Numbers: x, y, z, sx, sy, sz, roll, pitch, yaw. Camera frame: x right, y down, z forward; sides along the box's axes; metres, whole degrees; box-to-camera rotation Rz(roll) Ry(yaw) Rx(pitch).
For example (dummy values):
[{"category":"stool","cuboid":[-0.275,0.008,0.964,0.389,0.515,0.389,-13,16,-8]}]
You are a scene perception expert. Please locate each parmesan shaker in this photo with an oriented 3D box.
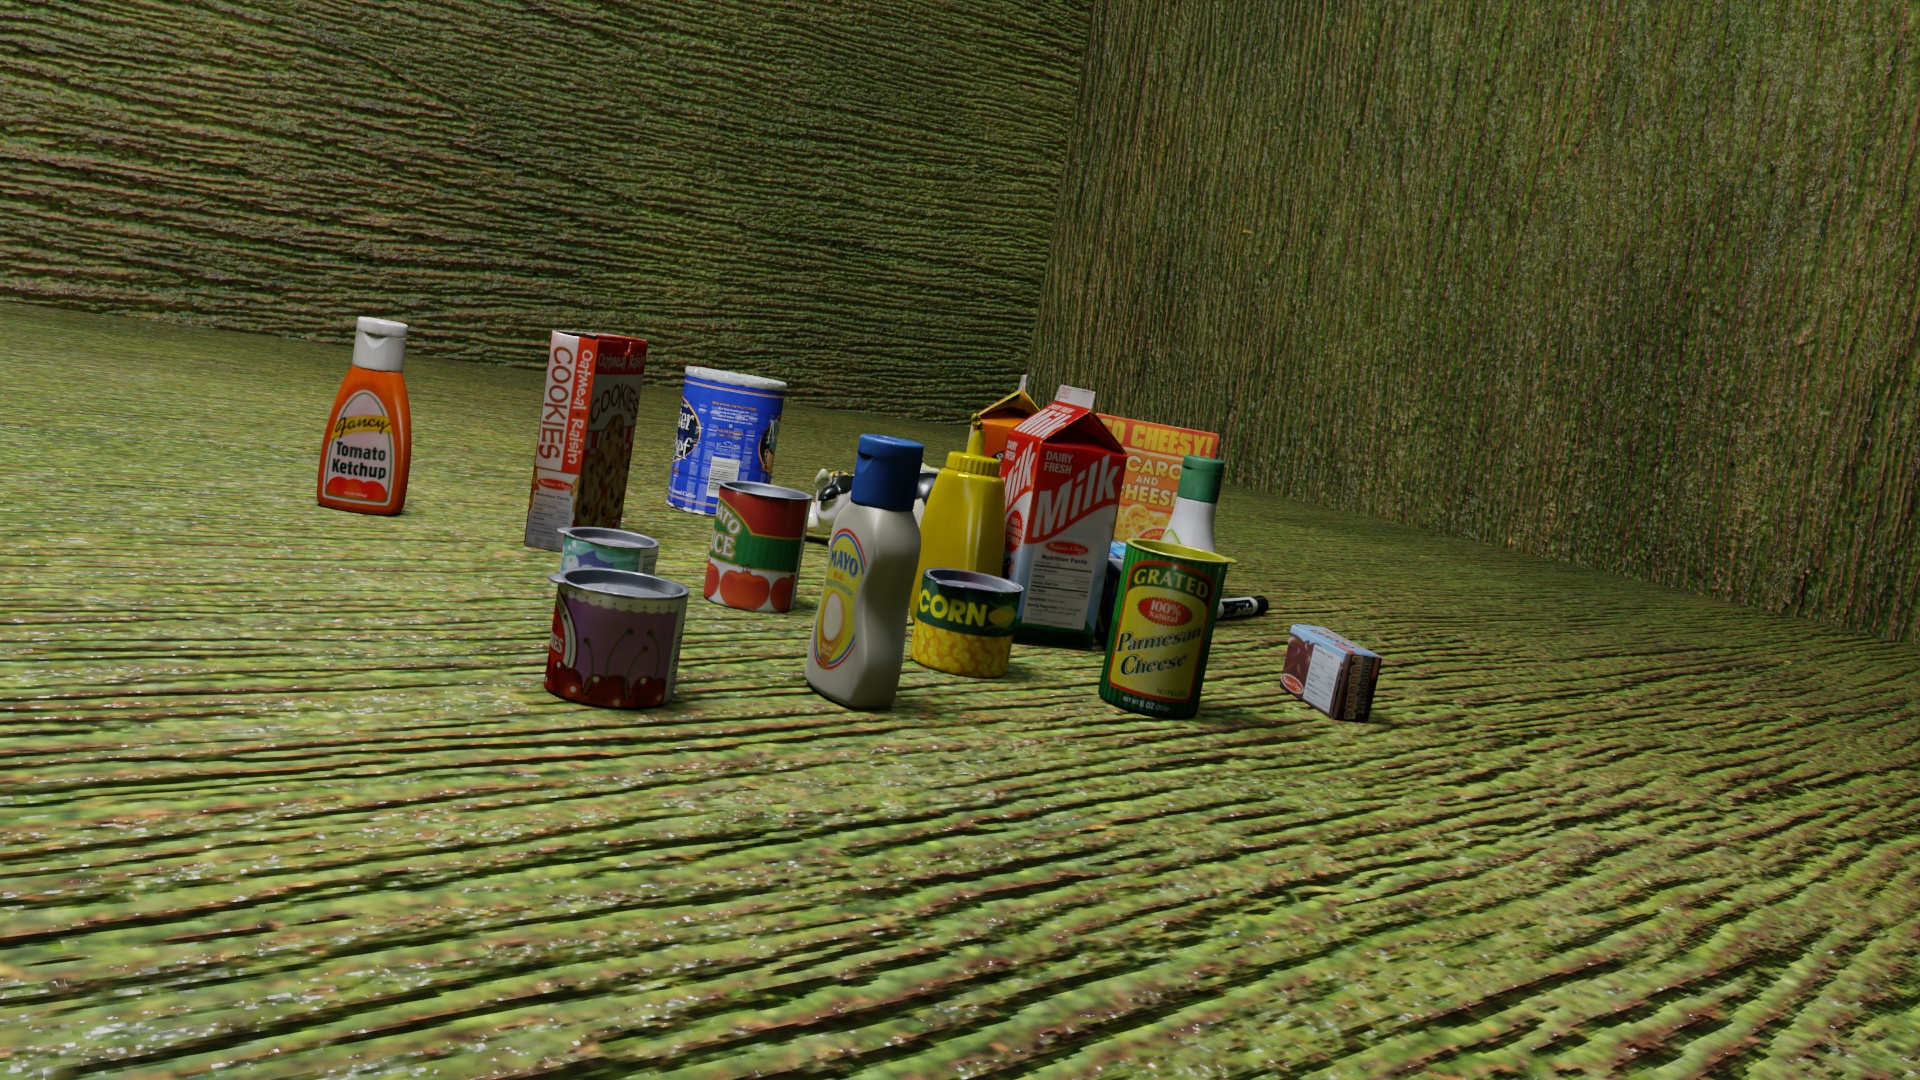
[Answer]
[{"category":"parmesan shaker","cuboid":[0.132,0.056,0.887,0.071,0.103,0.071,10,7,-1]}]

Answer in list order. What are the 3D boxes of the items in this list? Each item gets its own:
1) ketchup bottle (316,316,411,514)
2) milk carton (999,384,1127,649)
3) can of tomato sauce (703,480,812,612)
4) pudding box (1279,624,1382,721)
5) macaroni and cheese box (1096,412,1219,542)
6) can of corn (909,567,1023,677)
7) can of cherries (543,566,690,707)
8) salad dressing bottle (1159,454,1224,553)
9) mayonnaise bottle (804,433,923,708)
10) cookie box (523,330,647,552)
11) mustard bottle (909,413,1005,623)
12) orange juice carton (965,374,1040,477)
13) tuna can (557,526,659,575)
[{"category":"ketchup bottle","cuboid":[-0.457,-0.097,1.077,0.065,0.148,0.043,9,7,-9]},{"category":"milk carton","cuboid":[0.070,-0.021,1.043,0.073,0.190,0.072,7,7,-20]},{"category":"can of tomato sauce","cuboid":[-0.146,0.004,0.988,0.071,0.083,0.071,10,7,-1]},{"category":"pudding box","cuboid":[0.261,0.093,0.986,0.030,0.049,0.084,8,8,-15]},{"category":"macaroni and cheese box","cuboid":[0.178,-0.034,1.371,0.124,0.166,0.040,11,7,5]},{"category":"can of corn","cuboid":[0.002,0.053,0.907,0.071,0.058,0.071,10,7,-1]},{"category":"can of cherries","cuboid":[-0.178,0.049,0.709,0.071,0.058,0.071,10,7,-1]},{"category":"salad dressing bottle","cuboid":[0.203,-0.001,1.234,0.044,0.147,0.064,6,8,-28]},{"category":"mayonnaise bottle","cuboid":[-0.051,0.016,0.778,0.041,0.147,0.065,5,9,-36]},{"category":"cookie box","cuboid":[-0.295,-0.081,1.103,0.040,0.167,0.123,10,7,3]},{"category":"mustard bottle","cuboid":[0.004,-0.013,1.012,0.065,0.160,0.049,15,9,36]},{"category":"orange juice carton","cuboid":[0.036,-0.043,1.156,0.073,0.192,0.072,10,7,0]},{"category":"tuna can","cuboid":[-0.250,0.012,0.978,0.071,0.032,0.071,10,8,-1]}]
